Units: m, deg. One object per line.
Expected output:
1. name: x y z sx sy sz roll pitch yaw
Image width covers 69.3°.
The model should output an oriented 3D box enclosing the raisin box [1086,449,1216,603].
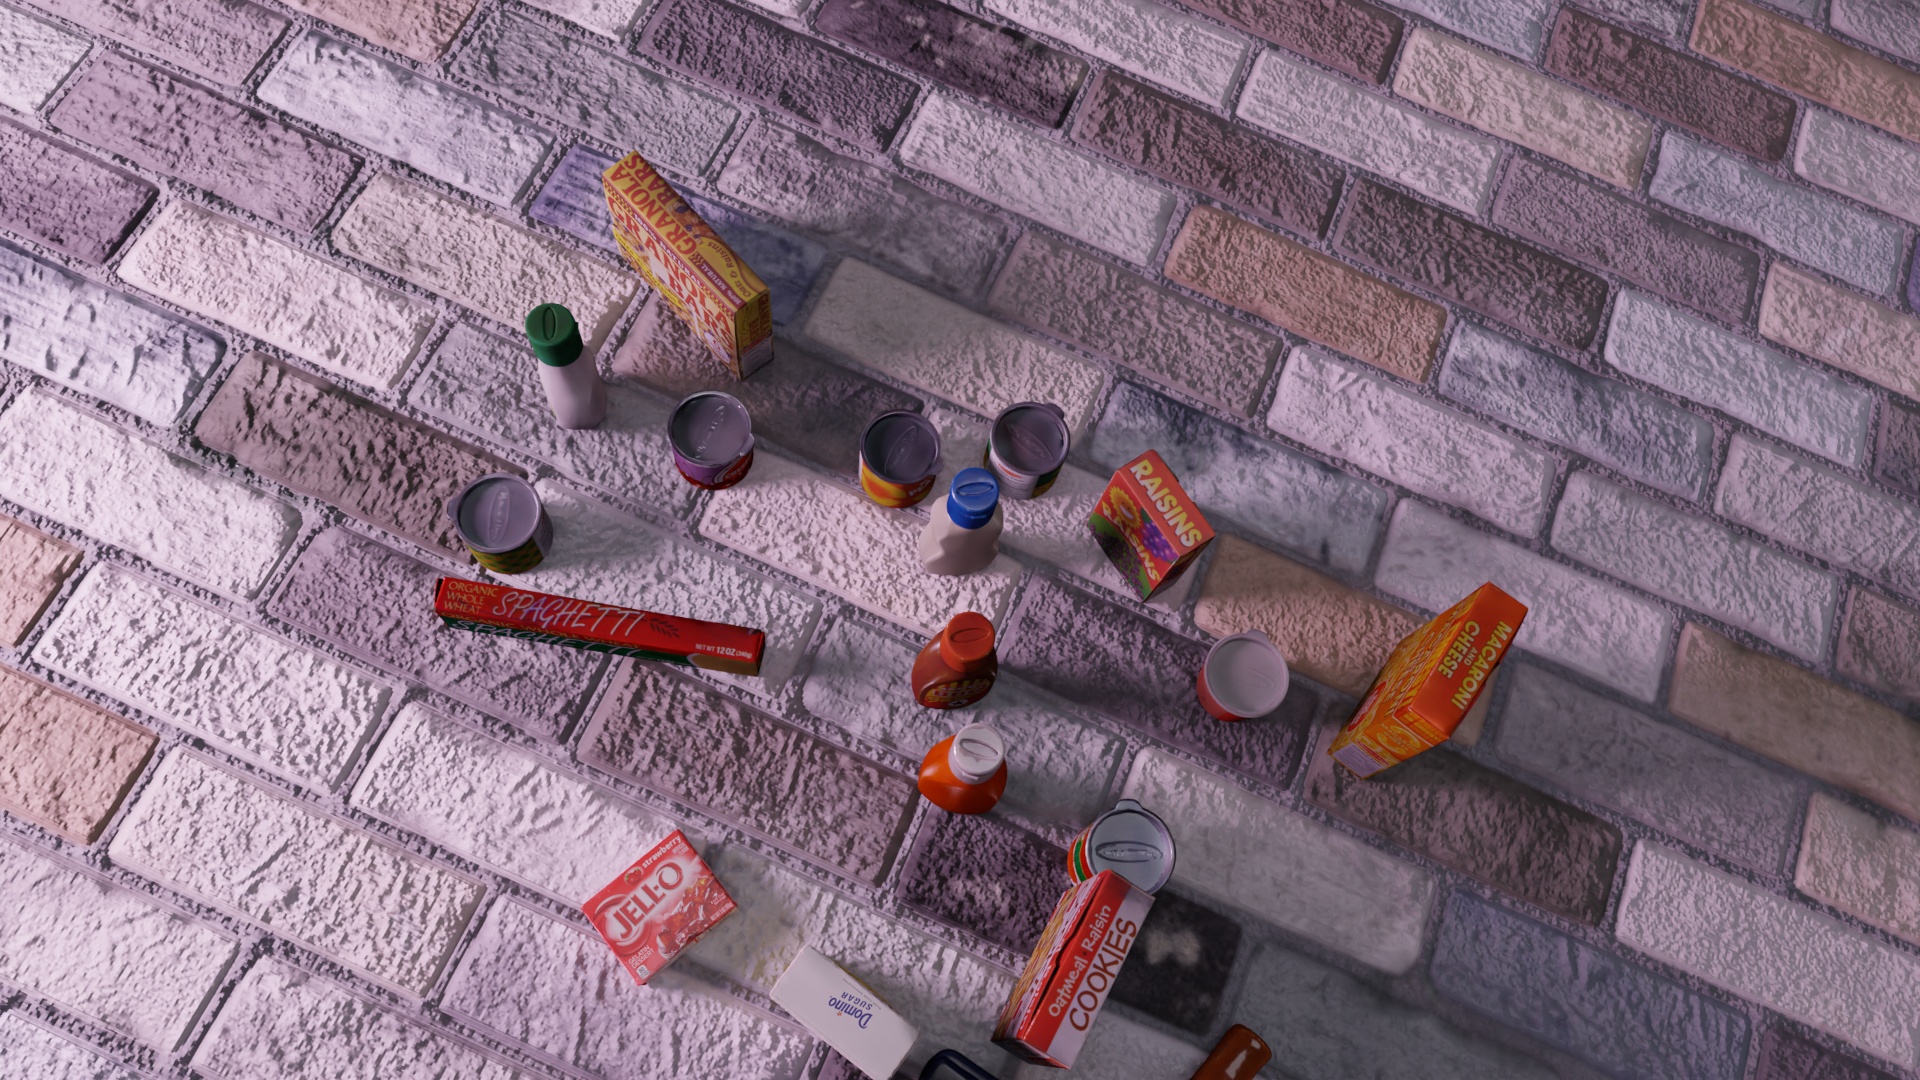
1. raisin box: 0.150 -0.009 1.110 0.040 0.123 0.086 -30 76 -15

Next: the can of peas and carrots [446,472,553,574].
1. can of peas and carrots: -0.359 -0.012 1.087 0.071 0.058 0.071 2 70 -6

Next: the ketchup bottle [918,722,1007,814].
1. ketchup bottle: 0.005 0.167 1.015 0.065 0.148 0.044 17 70 0

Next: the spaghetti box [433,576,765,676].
1. spaghetti box: -0.277 0.067 1.072 0.250 0.050 0.029 10 70 -3

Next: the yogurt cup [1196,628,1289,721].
1. yogurt cup: 0.222 0.113 1.110 0.072 0.053 0.072 2 70 -6

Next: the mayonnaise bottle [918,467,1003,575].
1. mayonnaise bottle: 0.004 -0.014 1.081 0.065 0.147 0.041 -9 72 -9

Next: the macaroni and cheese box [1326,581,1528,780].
1. macaroni and cheese box: 0.356 0.111 1.066 0.040 0.166 0.124 37 71 7

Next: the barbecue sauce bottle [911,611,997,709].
1. barbecue sauce bottle: -0.001 0.090 1.043 0.065 0.148 0.044 -8 72 -9

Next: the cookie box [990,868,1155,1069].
1. cookie box: 0.074 0.299 0.965 0.040 0.167 0.123 29 70 4

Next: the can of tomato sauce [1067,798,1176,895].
1. can of tomato sauce: 0.118 0.235 1.038 0.071 0.082 0.071 2 70 -6

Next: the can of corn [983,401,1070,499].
1. can of corn: 0.056 -0.076 1.158 0.071 0.058 0.071 2 70 -6

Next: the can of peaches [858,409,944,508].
1. can of peaches: -0.049 -0.065 1.142 0.071 0.058 0.071 2 70 -6

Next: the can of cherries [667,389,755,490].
1. can of cherries: -0.200 -0.079 1.130 0.071 0.058 0.072 2 70 -6

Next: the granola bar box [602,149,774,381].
1. granola bar box: -0.223 -0.223 1.145 0.039 0.123 0.166 -40 79 -18

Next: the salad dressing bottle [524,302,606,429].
1. salad dressing bottle: -0.310 -0.136 1.091 0.044 0.147 0.064 -3 71 -7
